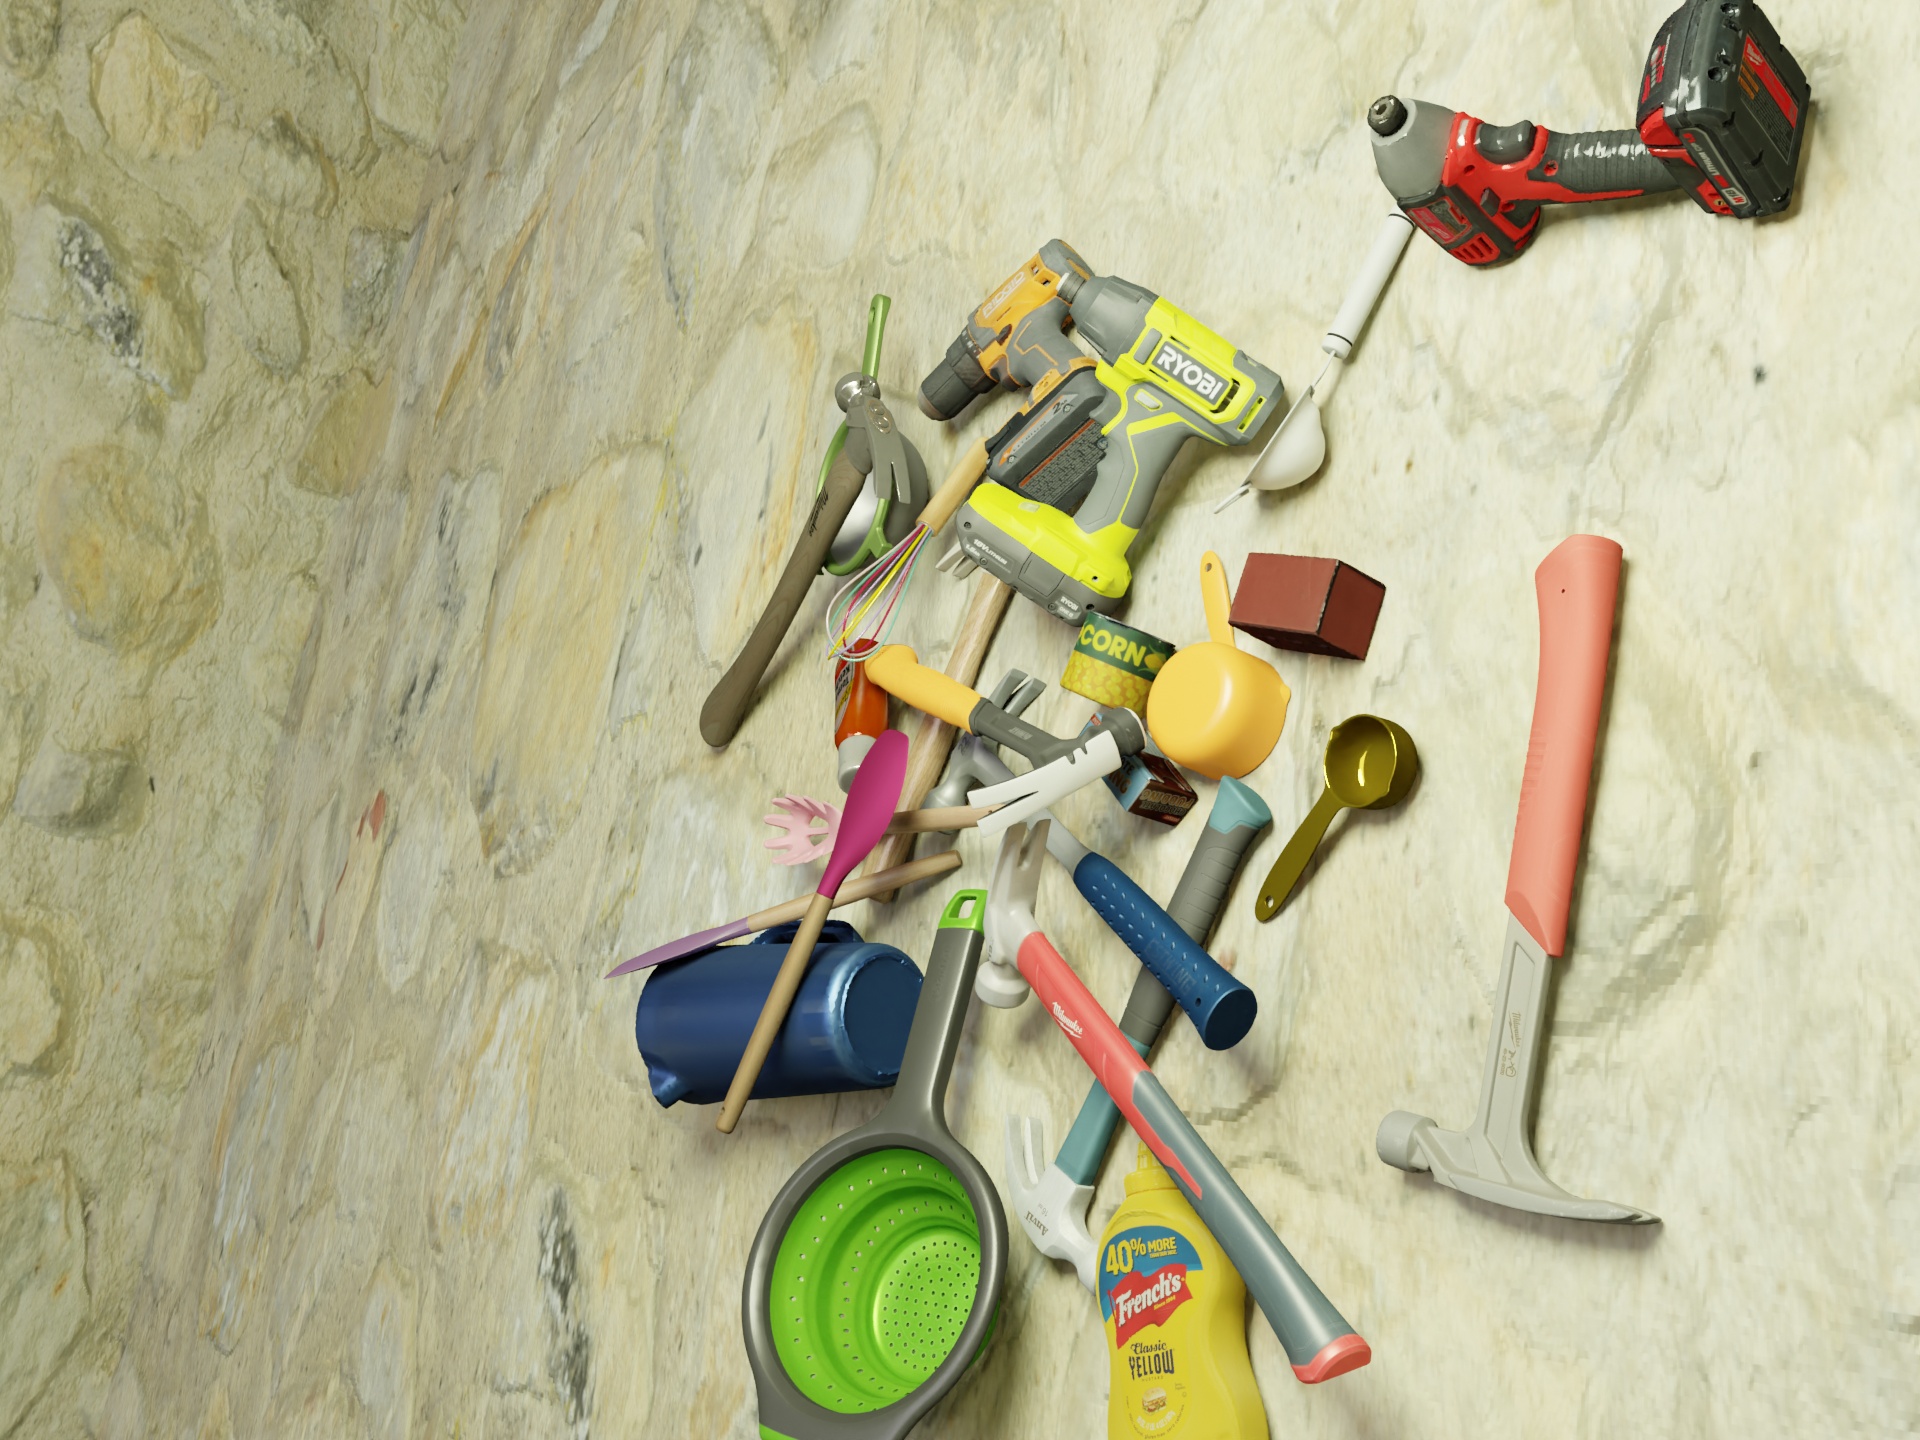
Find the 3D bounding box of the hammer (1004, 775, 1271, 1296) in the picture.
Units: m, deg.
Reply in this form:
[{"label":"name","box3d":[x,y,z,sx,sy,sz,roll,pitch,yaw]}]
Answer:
[{"label":"hammer","box3d":[0.121,0.194,1.035,0.128,0.033,0.331,29,97,51]}]

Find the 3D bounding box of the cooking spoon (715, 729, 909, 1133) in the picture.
[{"label":"cooking spoon","box3d":[-0.110,0.153,1.171,0.069,0.017,0.319,15,80,56]}]

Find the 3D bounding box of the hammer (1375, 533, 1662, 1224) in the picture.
[{"label":"hammer","box3d":[0.317,0.075,0.843,0.149,0.036,0.359,1,75,51]}]

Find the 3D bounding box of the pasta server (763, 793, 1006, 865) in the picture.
[{"label":"pasta server","box3d":[-0.063,0.081,1.251,0.316,0.040,0.060,-10,79,54]}]

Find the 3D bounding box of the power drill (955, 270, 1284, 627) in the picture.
[{"label":"power drill","box3d":[0.099,-0.195,1.139,0.223,0.171,0.080,-56,0,23]}]

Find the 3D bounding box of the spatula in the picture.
[{"label":"spatula","box3d":[-0.145,0.156,1.282,0.316,0.060,0.018,-19,96,15]}]

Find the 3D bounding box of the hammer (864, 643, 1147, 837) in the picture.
[{"label":"hammer","box3d":[-0.002,-0.004,1.164,0.127,0.034,0.337,-28,24,-17]}]

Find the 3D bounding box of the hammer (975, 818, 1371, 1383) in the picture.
[{"label":"hammer","box3d":[0.112,0.214,0.931,0.387,0.038,0.143,49,138,49]}]

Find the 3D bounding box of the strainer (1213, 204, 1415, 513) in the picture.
[{"label":"strainer","box3d":[0.251,-0.244,1.068,0.258,0.050,0.087,-63,-6,1]}]

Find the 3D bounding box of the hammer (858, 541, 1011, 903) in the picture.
[{"label":"hammer","box3d":[-0.013,-0.010,1.293,0.130,0.031,0.331,25,94,52]}]

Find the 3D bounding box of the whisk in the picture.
[{"label":"whisk","box3d":[-0.038,-0.144,1.318,0.051,0.047,0.245,25,68,25]}]

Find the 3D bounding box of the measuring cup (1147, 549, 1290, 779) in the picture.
[{"label":"measuring cup","box3d":[0.163,-0.047,1.073,0.095,0.052,0.174,-28,56,41]}]

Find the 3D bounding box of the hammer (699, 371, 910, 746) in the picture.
[{"label":"hammer","box3d":[-0.152,-0.109,1.431,0.410,0.038,0.146,-56,38,39]}]

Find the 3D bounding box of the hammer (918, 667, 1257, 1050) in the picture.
[{"label":"hammer","box3d":[0.083,0.091,1.085,0.144,0.035,0.406,-61,30,10]}]

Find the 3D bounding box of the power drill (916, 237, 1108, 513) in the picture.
[{"label":"power drill","box3d":[0.048,-0.265,1.287,0.185,0.084,0.226,-40,42,25]}]

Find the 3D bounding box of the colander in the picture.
[{"label":"colander","box3d":[-0.020,0.314,1.110,0.204,0.094,0.397,-4,58,35]}]

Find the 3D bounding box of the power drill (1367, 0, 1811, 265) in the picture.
[{"label":"power drill","box3d":[0.346,-0.330,0.907,0.220,0.143,0.078,3,74,49]}]

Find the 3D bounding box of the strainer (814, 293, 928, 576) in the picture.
[{"label":"strainer","box3d":[-0.065,-0.250,1.420,0.151,0.069,0.256,-4,78,61]}]

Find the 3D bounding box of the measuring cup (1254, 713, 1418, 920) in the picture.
[{"label":"measuring cup","box3d":[0.228,0.065,0.976,0.156,0.029,0.062,-63,36,28]}]
